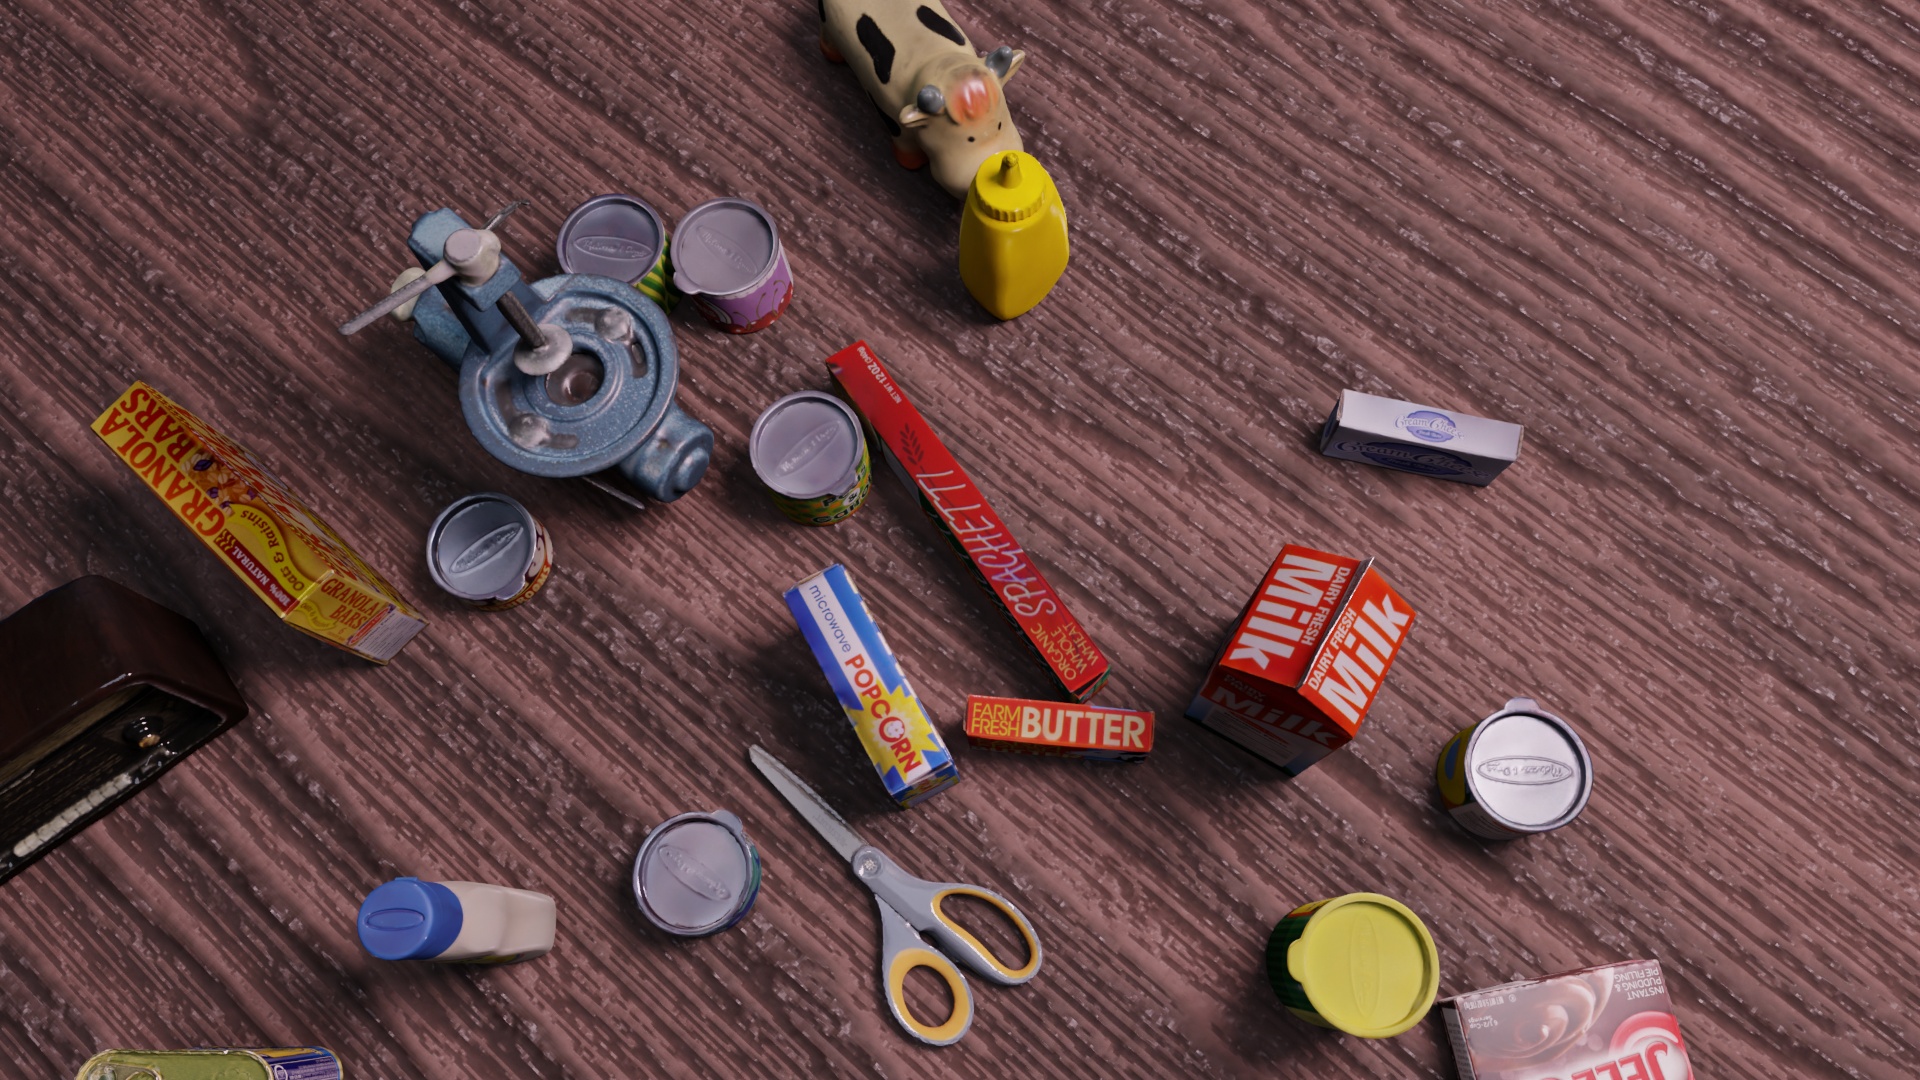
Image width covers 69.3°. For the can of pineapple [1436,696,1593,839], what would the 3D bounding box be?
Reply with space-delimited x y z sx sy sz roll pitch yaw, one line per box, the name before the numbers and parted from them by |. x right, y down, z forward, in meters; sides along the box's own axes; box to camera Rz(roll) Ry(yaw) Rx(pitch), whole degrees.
can of pineapple | 0.299 0.126 0.753 0.071 0.057 0.071 -1 73 2

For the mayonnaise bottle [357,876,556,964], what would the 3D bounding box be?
mayonnaise bottle | -0.258 0.195 0.708 0.065 0.147 0.041 -3 73 2

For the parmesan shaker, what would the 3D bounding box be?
parmesan shaker | 0.193 0.215 0.707 0.071 0.103 0.071 -1 73 2

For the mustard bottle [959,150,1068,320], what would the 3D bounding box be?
mustard bottle | 0.030 -0.185 0.806 0.065 0.160 0.049 -41 76 -9

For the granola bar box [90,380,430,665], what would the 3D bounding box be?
granola bar box | -0.393 -0.005 0.788 0.166 0.124 0.039 40 79 13

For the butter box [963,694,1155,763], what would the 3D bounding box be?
butter box | 0.054 0.106 0.772 0.103 0.053 0.024 5 74 4

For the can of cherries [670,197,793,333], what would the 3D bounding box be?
can of cherries | -0.143 -0.168 0.861 0.071 0.058 0.071 -1 73 2

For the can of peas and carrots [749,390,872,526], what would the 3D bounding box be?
can of peas and carrots | -0.085 -0.046 0.821 0.071 0.058 0.071 -1 73 2

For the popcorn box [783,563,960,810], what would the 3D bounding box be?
popcorn box | -0.048 0.082 0.767 0.038 0.085 0.127 -29 74 -6

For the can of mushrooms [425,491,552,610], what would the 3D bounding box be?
can of mushrooms | -0.278 0.009 0.826 0.071 0.033 0.071 -1 73 2

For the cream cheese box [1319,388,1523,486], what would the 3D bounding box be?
cream cheese box | 0.268 -0.059 0.814 0.104 0.053 0.024 12 74 6

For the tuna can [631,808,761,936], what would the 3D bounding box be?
tuna can | -0.143 0.182 0.767 0.071 0.032 0.071 -1 73 2

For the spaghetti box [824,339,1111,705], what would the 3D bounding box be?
spaghetti box | 0.003 -0.010 0.811 0.029 0.050 0.250 -35 75 -8

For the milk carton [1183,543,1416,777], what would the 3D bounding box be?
milk carton | 0.172 0.062 0.709 0.073 0.190 0.072 29 77 10

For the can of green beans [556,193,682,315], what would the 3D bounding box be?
can of green beans | -0.210 -0.173 0.866 0.071 0.057 0.071 -1 73 2
